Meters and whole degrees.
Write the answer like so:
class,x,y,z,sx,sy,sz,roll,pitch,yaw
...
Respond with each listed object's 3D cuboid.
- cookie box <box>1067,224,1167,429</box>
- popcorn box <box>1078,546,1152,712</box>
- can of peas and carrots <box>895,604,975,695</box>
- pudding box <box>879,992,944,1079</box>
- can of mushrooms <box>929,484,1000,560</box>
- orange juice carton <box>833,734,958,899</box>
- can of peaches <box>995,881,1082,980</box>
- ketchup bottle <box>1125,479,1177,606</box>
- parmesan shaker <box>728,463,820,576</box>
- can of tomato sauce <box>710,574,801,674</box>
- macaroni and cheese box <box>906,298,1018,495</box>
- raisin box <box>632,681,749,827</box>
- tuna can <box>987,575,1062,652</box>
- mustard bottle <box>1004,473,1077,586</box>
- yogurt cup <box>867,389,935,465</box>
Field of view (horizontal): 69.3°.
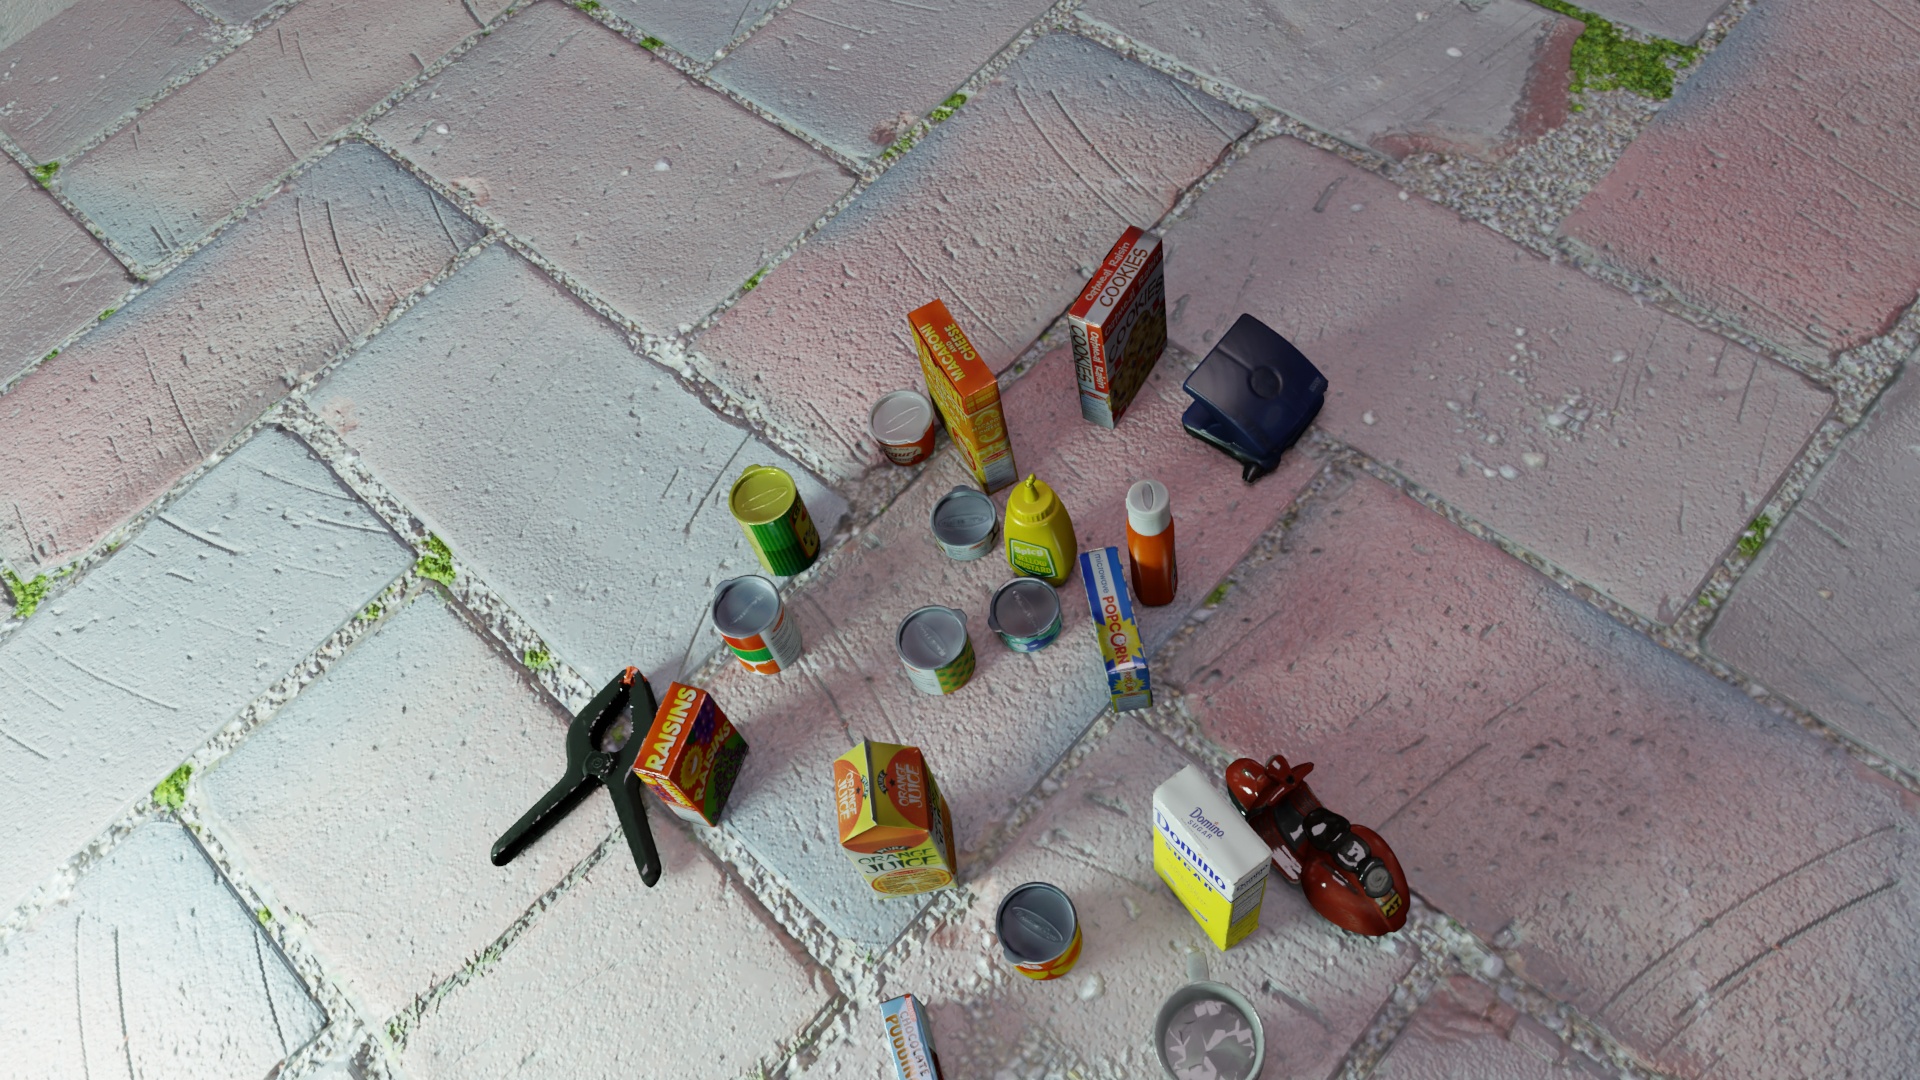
class,x,y,z,sx,sy,sz,roll,pitch,yaw
cookie box,0.158,-0.209,1.375,0.040,0.166,0.123,24,66,23
popcorn box,0.140,0.080,1.250,0.038,0.085,0.127,-12,58,3
can of peas and carrots,-0.020,0.100,1.283,0.071,0.058,0.071,-5,58,8
pudding box,-0.036,0.408,1.103,0.030,0.049,0.084,-19,57,-1
can of mushrooms,0.005,-0.017,1.366,0.071,0.033,0.071,-5,58,8
orange juice carton,-0.055,0.227,1.133,0.073,0.191,0.072,-10,58,5
can of peaches,0.063,0.321,1.132,0.071,0.057,0.071,-5,58,8
ketchup bottle,0.172,-0.001,1.256,0.043,0.148,0.065,-5,58,8
parmesan shaker,-0.181,-0.020,1.361,0.071,0.102,0.071,-5,58,8
can of tomato sauce,-0.194,0.080,1.314,0.071,0.082,0.071,-5,58,8
macaroni and cheese box,0.003,-0.138,1.361,0.040,0.165,0.124,-28,58,-6
raisin box,-0.237,0.191,1.230,0.040,0.123,0.086,12,62,18
tuna can,0.060,0.071,1.302,0.071,0.032,0.071,-5,58,8
mustard bottle,0.070,-0.014,1.277,0.065,0.159,0.049,14,63,18
yogurt cup,-0.057,-0.113,1.424,0.072,0.053,0.073,-5,58,8
